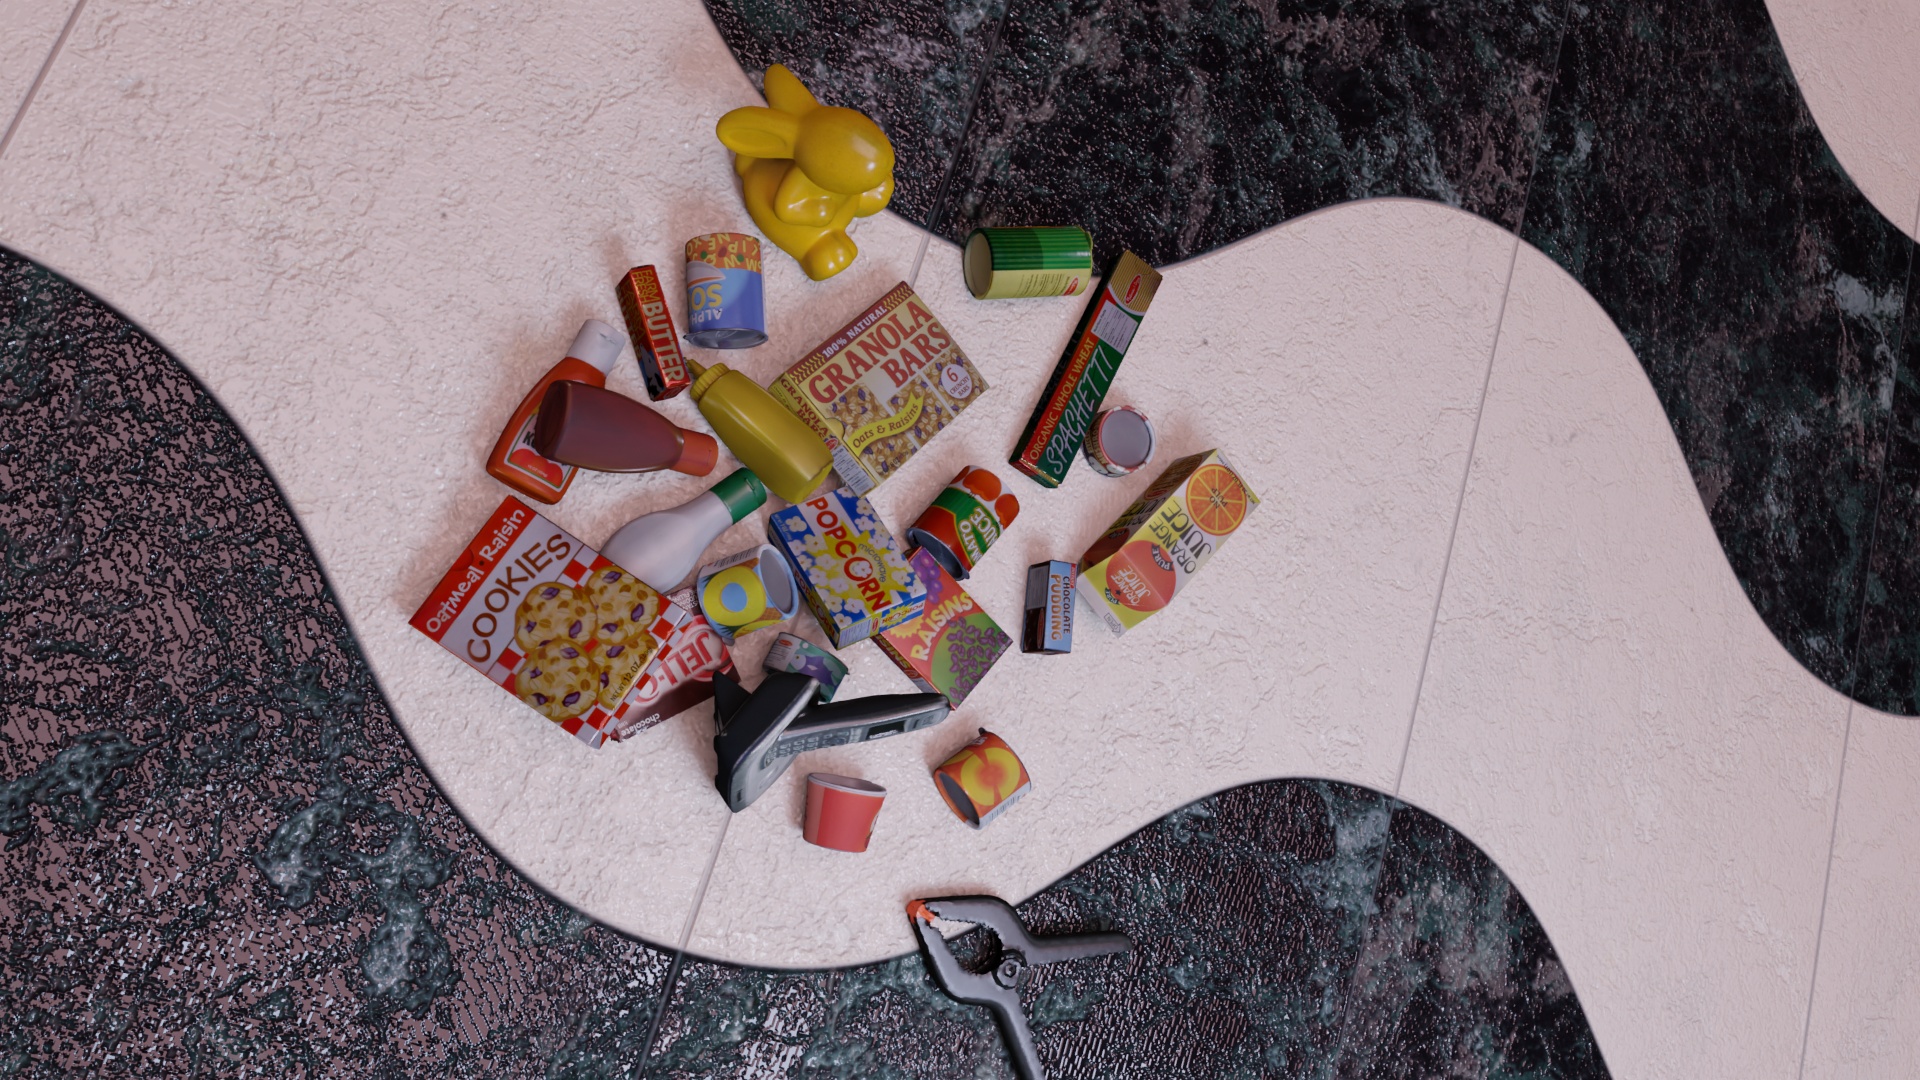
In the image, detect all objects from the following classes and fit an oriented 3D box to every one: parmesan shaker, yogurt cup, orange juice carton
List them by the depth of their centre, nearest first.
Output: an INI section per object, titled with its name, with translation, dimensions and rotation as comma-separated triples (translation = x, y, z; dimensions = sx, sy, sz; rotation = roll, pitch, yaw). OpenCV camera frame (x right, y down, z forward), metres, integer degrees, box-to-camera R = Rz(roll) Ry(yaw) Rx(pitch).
[yogurt cup]
translation = -0.099, 0.227, 1.155
dimensions = 0.072, 0.072, 0.054
rotation = 14, 86, -22
[parmesan shaker]
translation = 0.062, -0.260, 1.288
dimensions = 0.103, 0.071, 0.071
rotation = -7, 86, -25
[orange juice carton]
translation = 0.187, 0.003, 1.309
dimensions = 0.193, 0.073, 0.071
rotation = -44, 102, -22

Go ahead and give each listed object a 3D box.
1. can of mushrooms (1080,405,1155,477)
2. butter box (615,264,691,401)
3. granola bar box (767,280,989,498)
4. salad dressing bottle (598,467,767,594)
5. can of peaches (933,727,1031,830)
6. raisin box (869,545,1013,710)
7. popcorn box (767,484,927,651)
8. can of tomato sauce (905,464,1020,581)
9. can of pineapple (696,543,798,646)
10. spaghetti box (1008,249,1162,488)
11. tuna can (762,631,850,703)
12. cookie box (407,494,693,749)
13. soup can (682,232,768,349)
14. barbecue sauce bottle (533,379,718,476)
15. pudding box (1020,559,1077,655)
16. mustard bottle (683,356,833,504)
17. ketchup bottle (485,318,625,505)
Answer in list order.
[can of mushrooms]
translation = 0.150, -0.095, 1.327
dimensions = 0.071, 0.033, 0.071
rotation = 3, 83, -25
[butter box]
translation = -0.253, -0.170, 1.142
dimensions = 0.024, 0.053, 0.103
rotation = -18, 91, -27
[granola bar box]
translation = -0.067, -0.134, 1.207
dimensions = 0.124, 0.039, 0.166
rotation = 50, 54, -7
[salad dressing bottle]
translation = -0.226, -0.006, 1.139
dimensions = 0.148, 0.044, 0.064
rotation = -37, 89, -25
[can of peaches]
translation = 0.017, 0.208, 1.210
dimensions = 0.058, 0.071, 0.071
rotation = -34, 98, -23
[raisin box]
translation = -0.026, 0.078, 1.221
dimensions = 0.123, 0.040, 0.086
rotation = 47, 68, -11
[popcorn box]
translation = -0.096, 0.020, 1.167
dimensions = 0.085, 0.038, 0.127
rotation = -22, 63, -25
[can of tomato sauce]
translation = 0.004, -0.015, 1.230
dimensions = 0.071, 0.071, 0.083
rotation = 46, 67, -13
[can of pineapple]
translation = -0.172, 0.043, 1.132
dimensions = 0.058, 0.071, 0.071
rotation = -20, 93, 16
[spaghetti box]
translation = 0.120, -0.164, 1.325
dimensions = 0.050, 0.028, 0.251
rotation = 33, 71, -17
[tuna can]
translation = -0.128, 0.107, 1.156
dimensions = 0.071, 0.071, 0.033
rotation = 33, 72, -17
[cookie box]
translation = -0.310, 0.061, 1.056
dimensions = 0.167, 0.040, 0.123
rotation = 33, 77, 5
[soup can]
translation = -0.199, -0.208, 1.164
dimensions = 0.071, 0.071, 0.084
rotation = -2, 84, -25
[barbecue sauce bottle]
translation = -0.261, -0.081, 1.104
dimensions = 0.148, 0.043, 0.065
rotation = 13, 91, -47
[pudding box]
translation = 0.081, 0.062, 1.266
dimensions = 0.030, 0.049, 0.084
rotation = 10, 79, -21
[mustard bottle]
translation = -0.177, -0.102, 1.160
dimensions = 0.160, 0.065, 0.049
rotation = 44, 56, 2
[ketchup bottle]
translation = -0.317, -0.106, 1.110
dimensions = 0.064, 0.043, 0.149
rotation = 32, 71, -28
